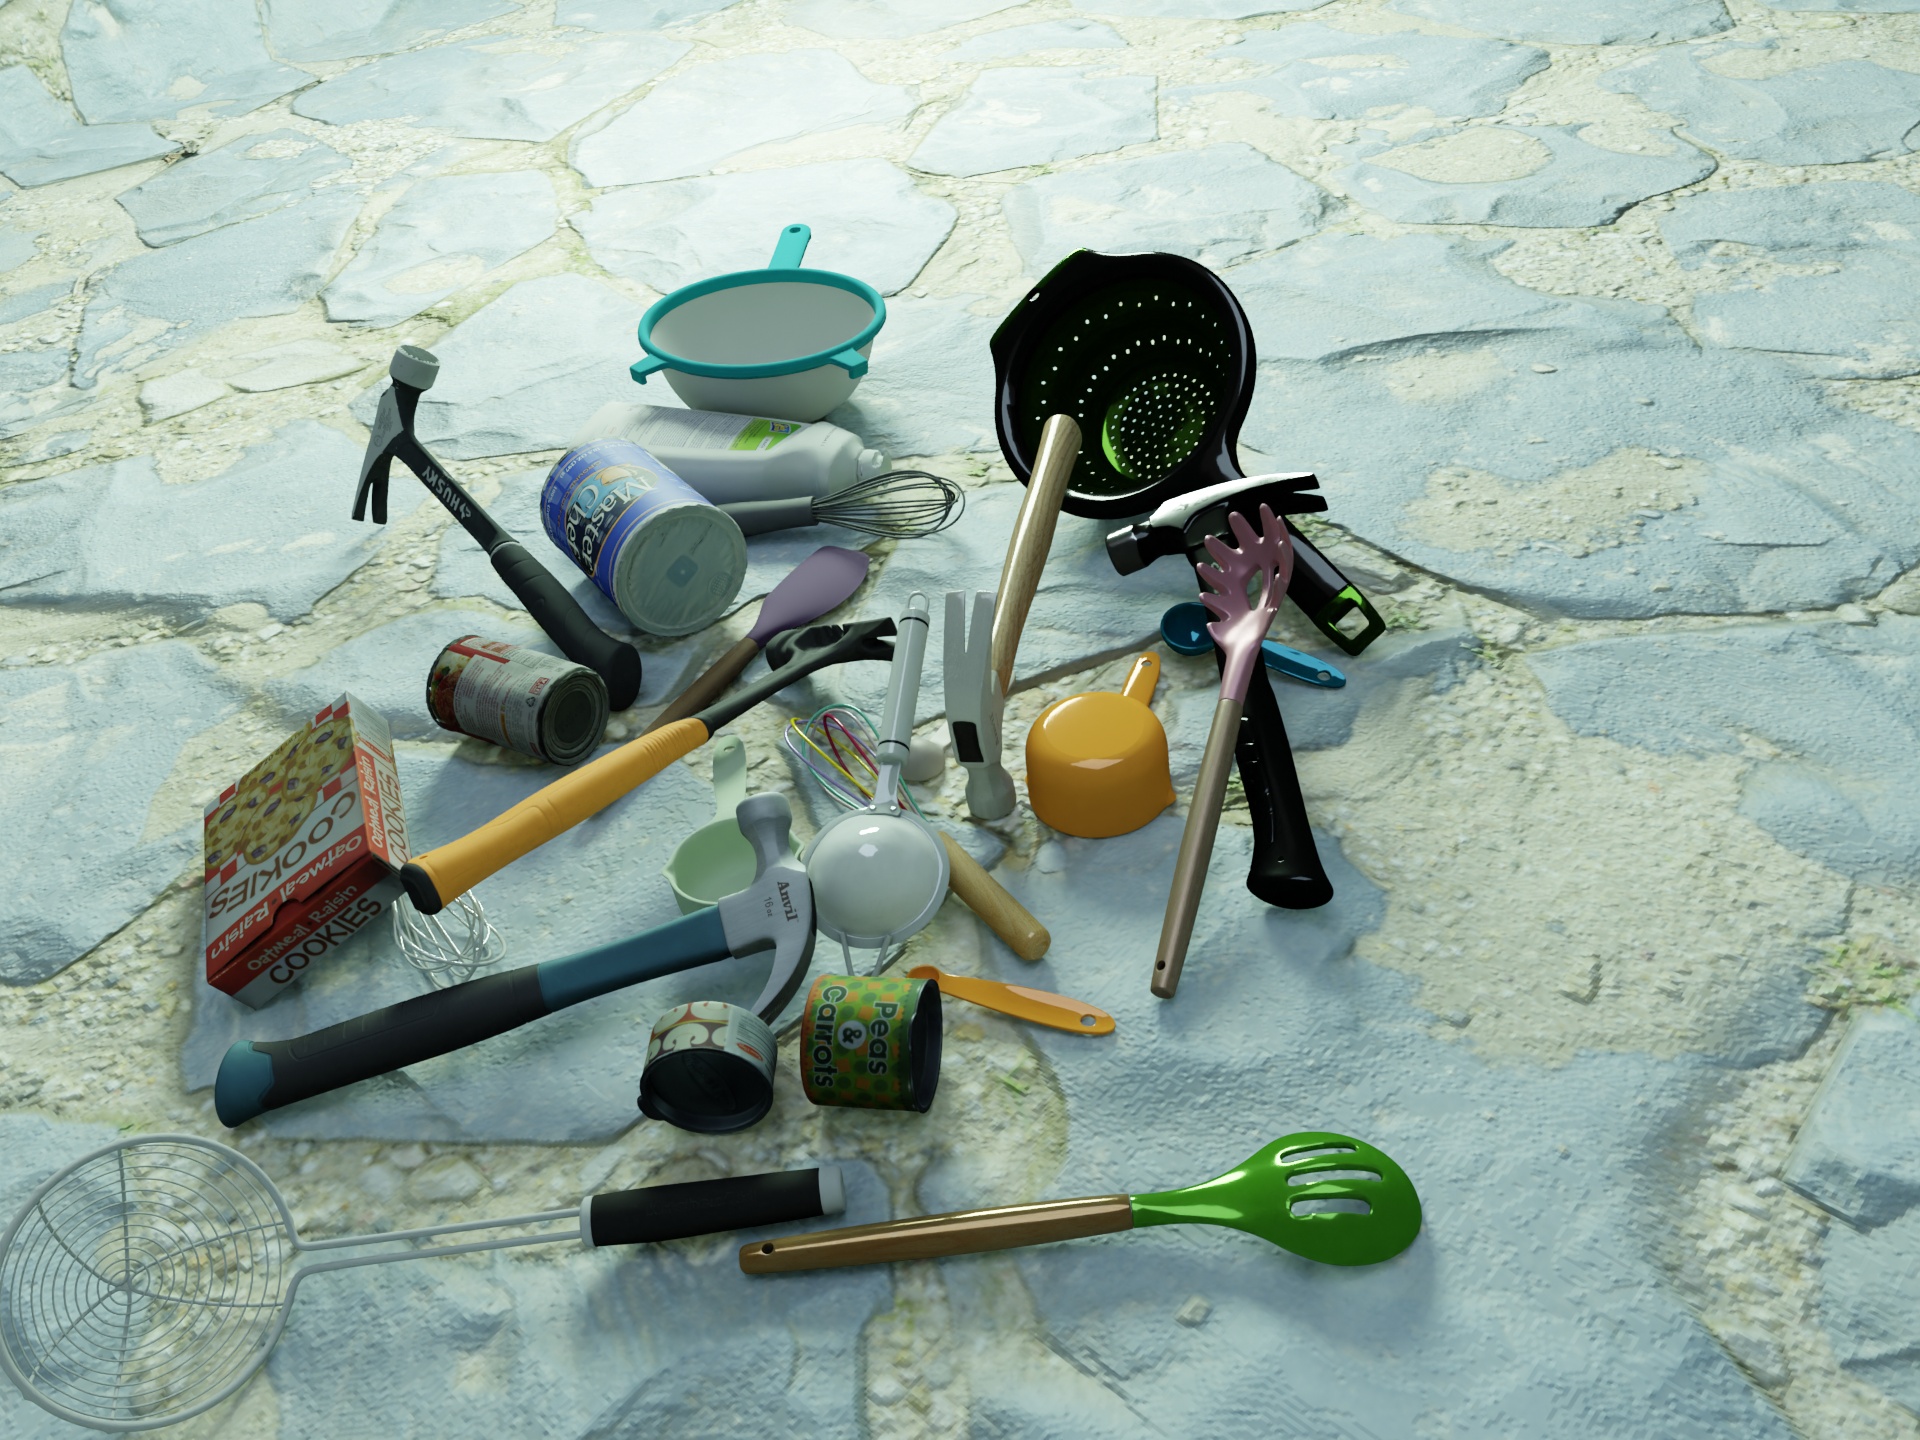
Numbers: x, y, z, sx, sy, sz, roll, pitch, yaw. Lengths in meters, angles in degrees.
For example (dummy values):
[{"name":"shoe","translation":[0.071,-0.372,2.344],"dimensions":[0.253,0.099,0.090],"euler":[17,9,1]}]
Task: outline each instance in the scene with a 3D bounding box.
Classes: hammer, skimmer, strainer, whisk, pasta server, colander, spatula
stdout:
[{"name":"hammer","translation":[-0.353,-0.131,1.196],"dimensions":[0.036,0.149,0.409],"euler":[5,30,-49]},{"name":"hammer","translation":[-0.181,0.020,0.958],"dimensions":[0.127,0.034,0.337],"euler":[-3,24,48]},{"name":"skimmer","translation":[-0.236,0.237,0.724],"dimensions":[0.363,0.090,0.127],"euler":[-7,71,-2]},{"name":"strainer","translation":[-0.042,0.026,0.920],"dimensions":[0.087,0.050,0.259],"euler":[1,56,10]},{"name":"whisk","translation":[-0.343,0.087,0.968],"dimensions":[0.059,0.057,0.247],"euler":[5,21,-42]},{"name":"whisk","translation":[-0.113,-0.158,1.222],"dimensions":[0.239,0.055,0.055],"euler":[-4,39,13]},{"name":"pasta server","translation":[0.145,0.010,0.909],"dimensions":[0.060,0.040,0.316],"euler":[-12,48,41]},{"name":"hammer","translation":[-0.235,0.146,0.851],"dimensions":[0.331,0.033,0.128],"euler":[-18,68,-2]},{"name":"colander","translation":[0.178,-0.182,1.160],"dimensions":[0.204,0.094,0.397],"euler":[-44,60,13]},{"name":"hammer","translation":[0.040,-0.099,1.035],"dimensions":[0.031,0.129,0.332],"euler":[1,43,16]},{"name":"strainer","translation":[-0.163,-0.346,1.422],"dimensions":[0.211,0.095,0.341],"euler":[-1,36,4]},{"name":"spatula","translation":[-0.158,-0.037,1.100],"dimensions":[0.060,0.018,0.316],"euler":[16,44,26]},{"name":"hammer","translation":[0.179,-0.027,0.970],"dimensions":[0.146,0.035,0.335],"euler":[-20,45,17]},{"name":"whisk","translation":[-0.026,0.061,0.941],"dimensions":[0.051,0.047,0.245],"euler":[-37,50,-14]}]

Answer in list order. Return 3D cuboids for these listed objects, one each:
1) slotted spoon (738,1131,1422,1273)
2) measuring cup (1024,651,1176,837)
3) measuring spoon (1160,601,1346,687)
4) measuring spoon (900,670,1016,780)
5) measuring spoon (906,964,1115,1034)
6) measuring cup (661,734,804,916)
[{"name":"slotted spoon","translation":[0.053,0.230,0.729],"dimensions":[0.314,0.031,0.070],"euler":[-8,39,3]},{"name":"measuring cup","translation":[0.096,-0.005,0.985],"dimensions":[0.095,0.052,0.174],"euler":[8,44,19]},{"name":"measuring spoon","translation":[0.192,-0.042,1.047],"dimensions":[0.129,0.021,0.042],"euler":[23,57,21]},{"name":"measuring spoon","translation":[-0.002,-0.003,1.029],"dimensions":[0.034,0.018,0.124],"euler":[20,46,31]},{"name":"measuring spoon","translation":[0.026,0.151,0.845],"dimensions":[0.117,0.011,0.021],"euler":[11,42,17]},{"name":"measuring cup","translation":[-0.134,0.068,0.956],"dimensions":[0.083,0.038,0.168],"euler":[-11,34,-3]}]
